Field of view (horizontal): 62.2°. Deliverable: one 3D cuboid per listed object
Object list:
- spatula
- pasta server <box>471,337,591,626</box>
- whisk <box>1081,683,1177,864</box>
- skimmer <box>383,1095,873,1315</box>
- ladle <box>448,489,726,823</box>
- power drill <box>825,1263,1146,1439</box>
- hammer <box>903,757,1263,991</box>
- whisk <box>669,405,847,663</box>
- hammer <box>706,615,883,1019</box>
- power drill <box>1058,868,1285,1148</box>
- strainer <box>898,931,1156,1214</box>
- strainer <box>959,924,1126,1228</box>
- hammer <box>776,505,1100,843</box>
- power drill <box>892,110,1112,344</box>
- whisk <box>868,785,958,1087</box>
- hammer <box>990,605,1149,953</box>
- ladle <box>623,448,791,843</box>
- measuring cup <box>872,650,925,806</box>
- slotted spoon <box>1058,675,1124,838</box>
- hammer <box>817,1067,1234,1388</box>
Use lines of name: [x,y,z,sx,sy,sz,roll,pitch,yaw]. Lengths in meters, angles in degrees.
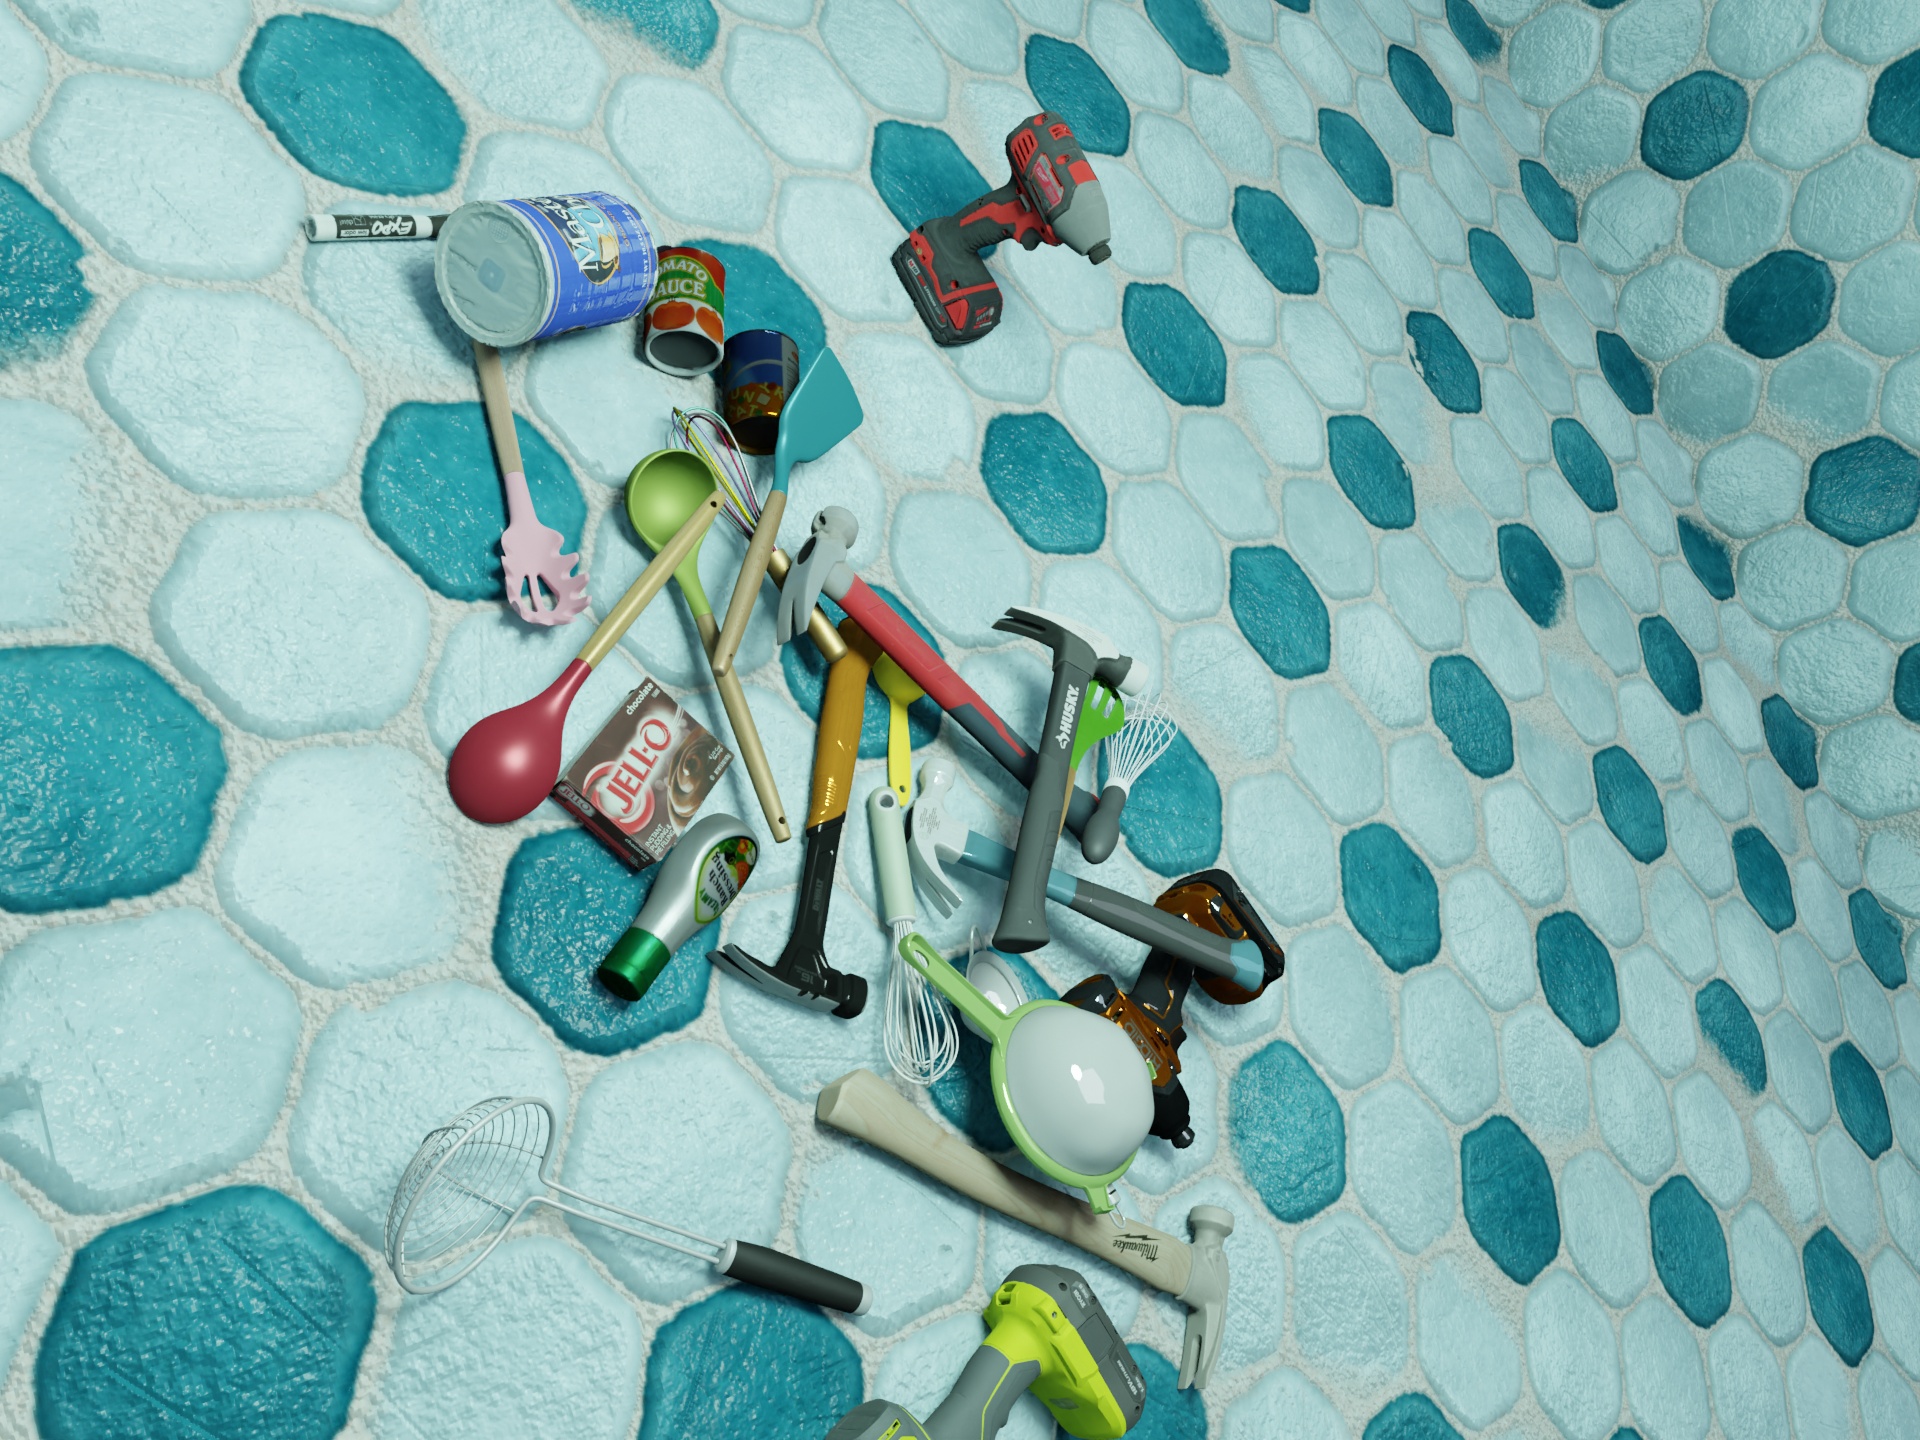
spatula: [-0.141,-0.160,1.248,0.082,0.044,0.318,62,31,-46]
pasta server: [-0.334,-0.209,1.177,0.060,0.040,0.316,-7,73,-32]
whisk: [0.143,0.047,1.415,0.070,0.070,0.285,49,30,-12]
skimmer: [-0.188,0.334,1.001,0.363,0.090,0.127,31,84,-30]
ladle: [-0.254,-0.057,1.136,0.069,0.031,0.315,39,59,-13]
power drill: [0.026,0.508,1.118,0.223,0.080,0.171,-32,92,-42]
hammer: [0.105,0.147,1.325,0.331,0.033,0.128,24,51,-10]
whisk: [-0.163,-0.152,1.286,0.051,0.047,0.245,-32,89,-36]
hammer: [-0.109,0.058,1.248,0.127,0.034,0.337,28,53,-30]
power drill: [0.191,0.252,1.388,0.226,0.084,0.164,-41,98,-41]
strainer: [0.063,0.239,1.206,0.256,0.069,0.152,44,40,-11]
strainer: [0.059,0.284,1.252,0.258,0.050,0.087,59,26,14]
hammer: [-0.002,-0.004,1.325,0.386,0.038,0.143,44,40,-29]
power drill: [0.047,-0.454,1.506,0.078,0.219,0.143,-29,90,-45]
whisk: [-0.045,0.165,1.245,0.057,0.059,0.247,-3,64,-15]
hammer: [0.069,0.045,1.299,0.146,0.035,0.335,29,49,-16]
ladle: [-0.181,-0.060,1.206,0.078,0.062,0.320,-11,72,-36]
measuring cup: [-0.044,-0.003,1.336,0.062,0.029,0.157,19,55,-34]
slotted spoon: [0.087,0.062,1.341,0.070,0.031,0.314,28,46,-7]
hammer: [0.058,0.384,1.233,0.410,0.038,0.146,33,52,-25]
